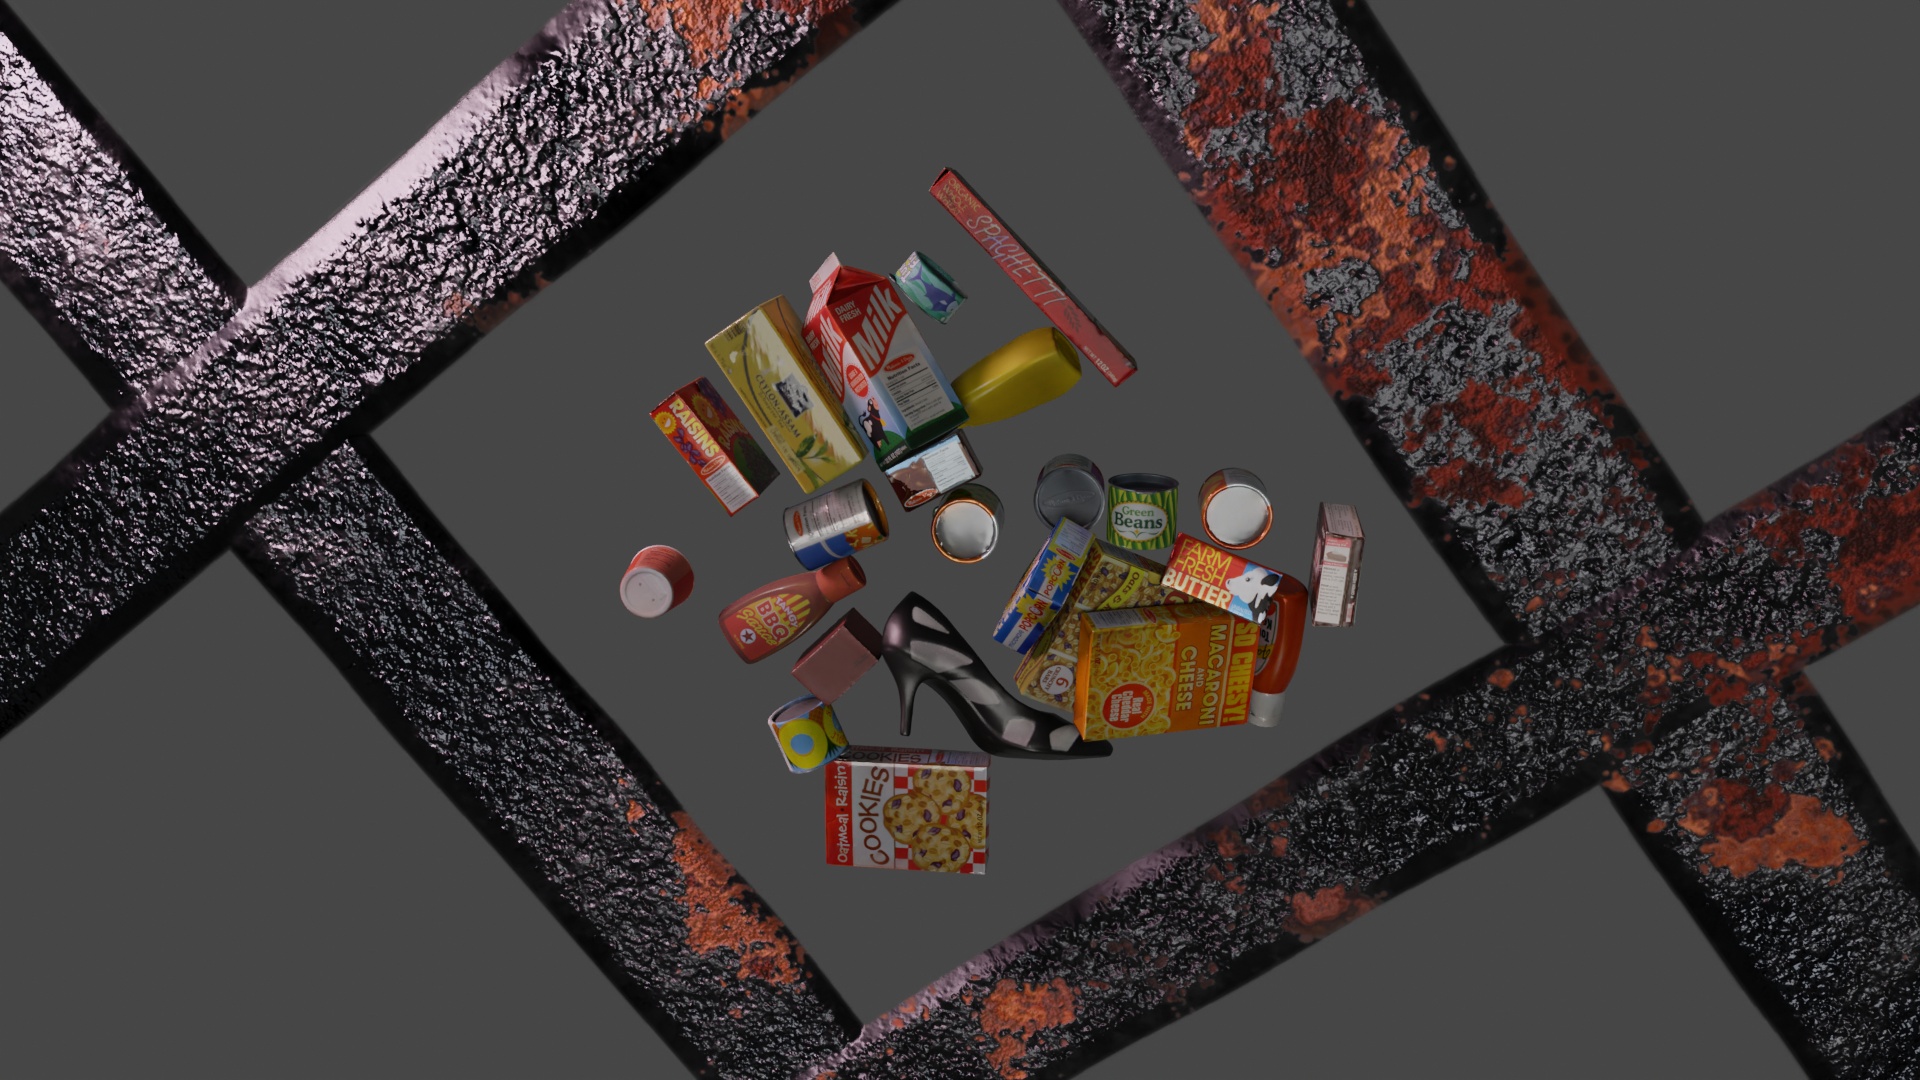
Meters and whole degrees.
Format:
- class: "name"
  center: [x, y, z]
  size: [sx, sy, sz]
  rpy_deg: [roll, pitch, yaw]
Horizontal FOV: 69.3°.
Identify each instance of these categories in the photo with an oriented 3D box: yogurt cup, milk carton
- class: "yogurt cup"
  center: [-0.305, 0.044, 1.387]
  size: [0.072, 0.054, 0.072]
  rpy_deg: [1, 106, 5]
- class: "milk carton"
  center: [-0.079, -0.167, 1.266]
  size: [0.074, 0.072, 0.190]
  rpy_deg: [-31, 90, -29]

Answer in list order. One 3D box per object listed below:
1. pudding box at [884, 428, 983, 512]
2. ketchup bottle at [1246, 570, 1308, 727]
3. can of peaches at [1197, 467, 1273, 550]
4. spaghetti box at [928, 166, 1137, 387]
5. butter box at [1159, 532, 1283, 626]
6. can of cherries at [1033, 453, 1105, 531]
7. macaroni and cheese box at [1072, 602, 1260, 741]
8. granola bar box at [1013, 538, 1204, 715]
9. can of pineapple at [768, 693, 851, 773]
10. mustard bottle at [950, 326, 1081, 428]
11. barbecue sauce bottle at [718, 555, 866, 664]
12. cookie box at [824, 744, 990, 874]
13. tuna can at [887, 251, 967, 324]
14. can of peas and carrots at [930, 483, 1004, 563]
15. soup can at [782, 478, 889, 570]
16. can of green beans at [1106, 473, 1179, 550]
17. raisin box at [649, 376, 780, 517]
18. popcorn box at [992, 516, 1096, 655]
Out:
- class: "pudding box"
  center: [-0.026, -0.068, 1.336]
  size: [0.083, 0.030, 0.049]
  rpy_deg: [-26, 103, 13]
- class: "ketchup bottle"
  center: [0.299, 0.107, 1.336]
  size: [0.043, 0.065, 0.148]
  rpy_deg: [-8, 114, -21]
- class: "can of peaches"
  center: [0.257, -0.027, 1.302]
  size: [0.071, 0.058, 0.071]
  rpy_deg: [2, 106, 6]
- class: "spaghetti box"
  center: [0.067, -0.240, 1.266]
  size: [0.028, 0.050, 0.250]
  rpy_deg: [-43, 97, 14]
- class: "butter box"
  center: [0.240, 0.035, 1.281]
  size: [0.103, 0.024, 0.053]
  rpy_deg: [23, 91, 8]
- class: "can of cherries"
  center: [0.103, -0.042, 1.315]
  size: [0.071, 0.058, 0.071]
  rpy_deg: [1, 106, 5]
- class: "macaroni and cheese box"
  center: [0.195, 0.122, 1.319]
  size: [0.167, 0.040, 0.123]
  rpy_deg: [-4, 117, -12]
- class: "granola bar box"
  center: [0.145, 0.093, 1.339]
  size: [0.124, 0.039, 0.165]
  rpy_deg: [21, 109, -22]
- class: "can of pineapple"
  center: [-0.152, 0.194, 1.407]
  size: [0.071, 0.071, 0.057]
  rpy_deg: [-20, 103, 12]
- class: "mustard bottle"
  center: [0.032, -0.142, 1.292]
  size: [0.160, 0.049, 0.065]
  rpy_deg: [-24, 139, 23]
- class: "barbecue sauce bottle"
  center: [-0.165, 0.064, 1.383]
  size: [0.148, 0.044, 0.064]
  rpy_deg: [-29, 101, 13]
- class: "cookie box"
  center: [-0.054, 0.277, 1.433]
  size: [0.167, 0.040, 0.122]
  rpy_deg: [2, 106, 6]
- class: "tuna can"
  center: [-0.029, -0.233, 1.269]
  size: [0.071, 0.071, 0.032]
  rpy_deg: [41, 105, -6]
- class: "can of peas and carrots"
  center: [0.005, -0.017, 1.332]
  size: [0.071, 0.059, 0.070]
  rpy_deg: [2, 106, 6]
- class: "soup can"
  center: [-0.119, -0.015, 1.345]
  size: [0.084, 0.071, 0.071]
  rpy_deg: [-21, 103, 11]
- class: "can of green beans"
  center: [0.171, -0.028, 1.307]
  size: [0.071, 0.071, 0.057]
  rpy_deg: [2, 107, 6]
- class: "raisin box"
  center: [-0.232, -0.091, 1.323]
  size: [0.040, 0.086, 0.123]
  rpy_deg: [-35, 100, 17]
- class: "popcorn box"
  center: [0.077, 0.044, 1.297]
  size: [0.038, 0.085, 0.126]
  rpy_deg: [29, 151, 0]
